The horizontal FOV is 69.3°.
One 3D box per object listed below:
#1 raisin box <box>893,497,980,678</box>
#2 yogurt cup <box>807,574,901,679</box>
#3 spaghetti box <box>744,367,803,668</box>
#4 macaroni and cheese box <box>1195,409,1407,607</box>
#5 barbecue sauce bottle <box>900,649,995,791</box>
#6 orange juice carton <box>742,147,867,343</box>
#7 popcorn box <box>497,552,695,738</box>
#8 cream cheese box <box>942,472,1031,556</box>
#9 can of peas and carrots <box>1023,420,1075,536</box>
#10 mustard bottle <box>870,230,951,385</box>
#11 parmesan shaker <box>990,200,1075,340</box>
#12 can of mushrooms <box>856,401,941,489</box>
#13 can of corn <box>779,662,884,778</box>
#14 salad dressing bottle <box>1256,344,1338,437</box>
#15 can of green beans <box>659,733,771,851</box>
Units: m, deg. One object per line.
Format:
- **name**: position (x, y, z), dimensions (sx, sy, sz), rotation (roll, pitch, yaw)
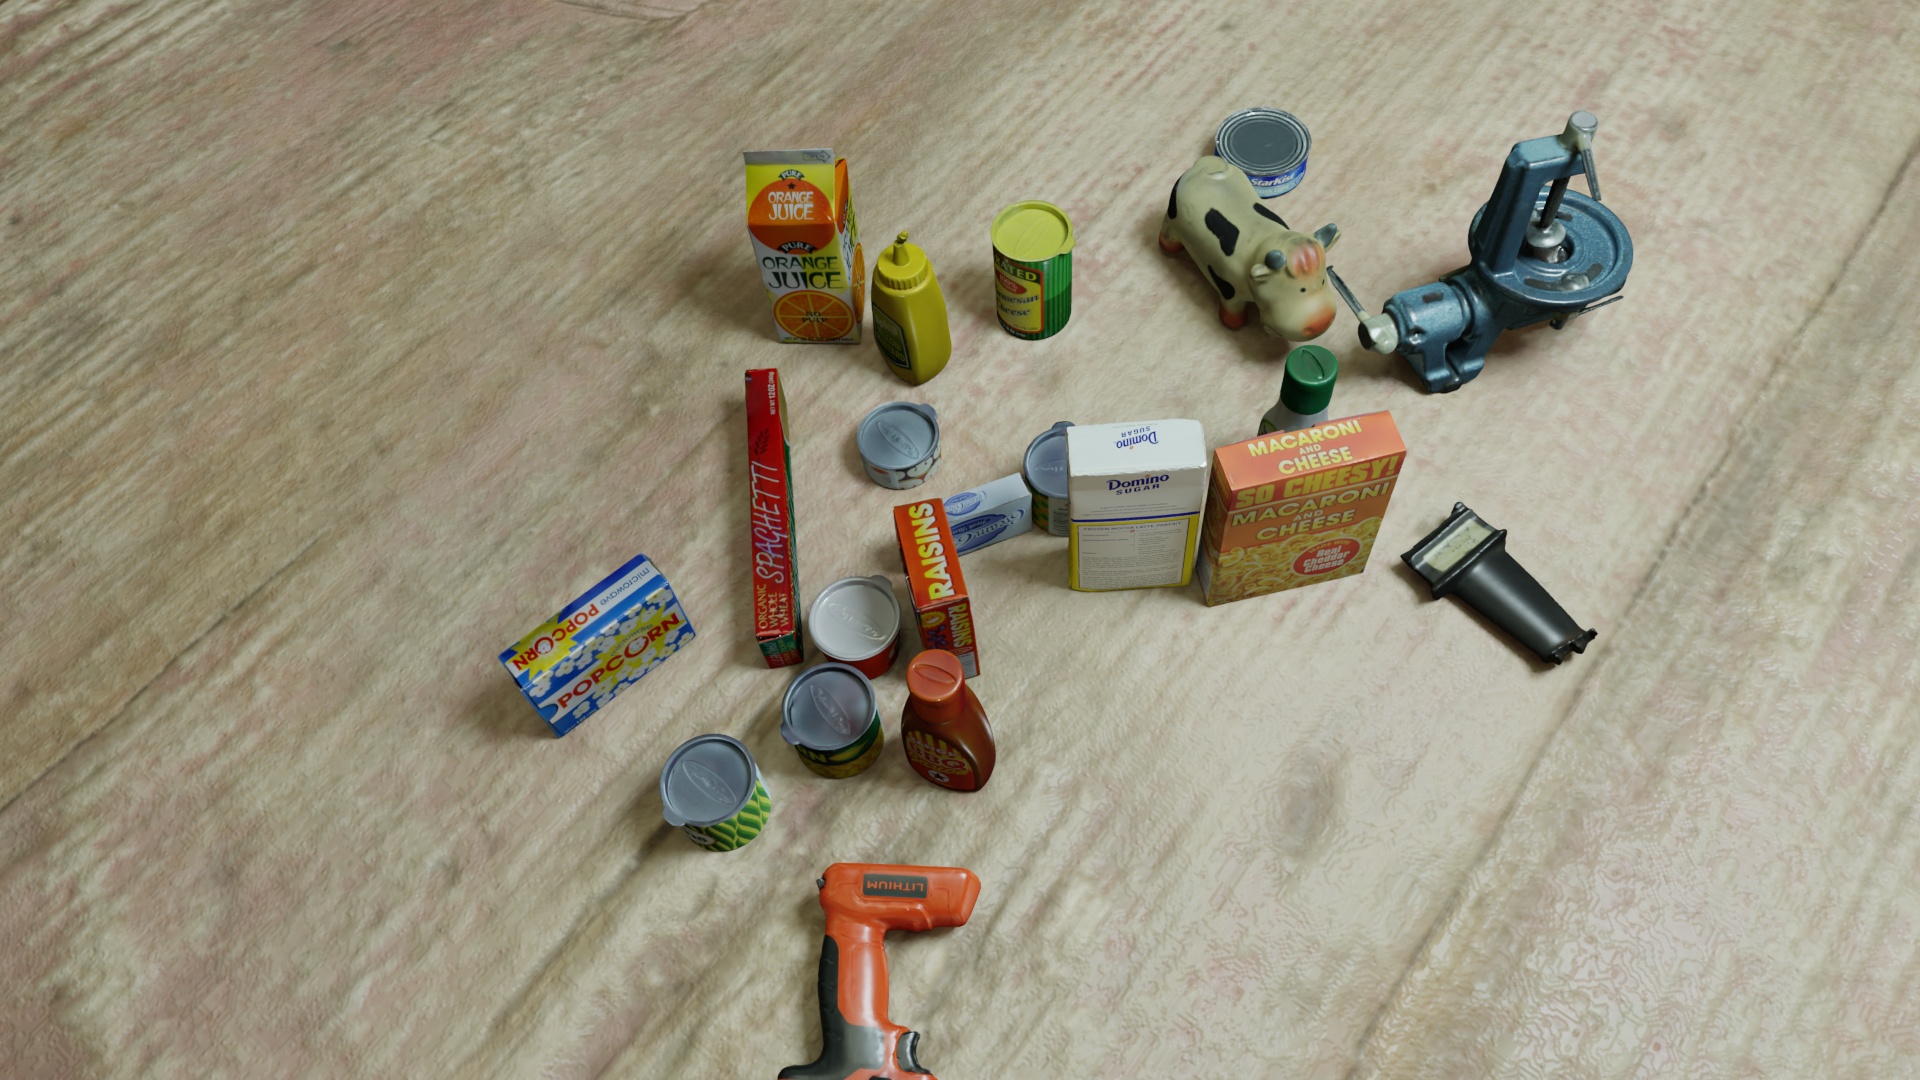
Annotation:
- **raisin box**: position (-0.017, 0.038, 0.994), dimensions (0.040, 0.122, 0.086), rotation (-13, 59, -3)
- **yogurt cup**: position (-0.075, 0.068, 1.021), dimensions (0.072, 0.053, 0.073), rotation (-2, 59, 3)
- **spaghetti box**: position (-0.147, -0.022, 1.083), dimensions (0.029, 0.050, 0.251), rotation (-8, 59, 0)
- **macaroni and cheese box**: position (0.236, -0.020, 0.985), dimensions (0.124, 0.165, 0.040), rotation (-13, 59, -3)
- **barbecue sauce bottle**: position (-0.011, 0.120, 0.929), dimensions (0.065, 0.147, 0.044), rotation (18, 62, 15)
- **orange juice carton**: position (-0.125, -0.248, 1.134), dimensions (0.072, 0.191, 0.073), rotation (1, 59, 5)
- **popcorn box**: position (-0.262, 0.077, 1.011), dimensions (0.127, 0.084, 0.038), rotation (-38, 64, -17)
- **cream cheese box**: position (0.004, -0.013, 1.064), dimensions (0.104, 0.053, 0.024), rotation (-20, 60, -8)
- **can of peas and carrots**: position (0.082, -0.047, 1.076), dimensions (0.071, 0.058, 0.071), rotation (-2, 59, 3)
- **mustard bottle**: position (-0.043, -0.192, 1.113), dimensions (0.049, 0.159, 0.065), rotation (-39, 64, -18)
- **parmesan shaker**: position (0.063, -0.222, 1.157), dimensions (0.071, 0.102, 0.071), rotation (-2, 59, 3)
- **can of mushrooms**: position (-0.047, -0.078, 1.118), dimensions (0.071, 0.033, 0.071), rotation (-2, 59, 3)
- **can of corn**: position (-0.091, 0.130, 0.982), dimensions (0.071, 0.058, 0.071), rotation (-2, 59, 3)
- **salad dressing bottle**: position (0.252, -0.087, 1.035), dimensions (0.044, 0.147, 0.064), rotation (-20, 60, -8)
- **can of green beans**: position (-0.168, 0.175, 0.961), dimensions (0.071, 0.057, 0.071), rotation (-2, 59, 3)
